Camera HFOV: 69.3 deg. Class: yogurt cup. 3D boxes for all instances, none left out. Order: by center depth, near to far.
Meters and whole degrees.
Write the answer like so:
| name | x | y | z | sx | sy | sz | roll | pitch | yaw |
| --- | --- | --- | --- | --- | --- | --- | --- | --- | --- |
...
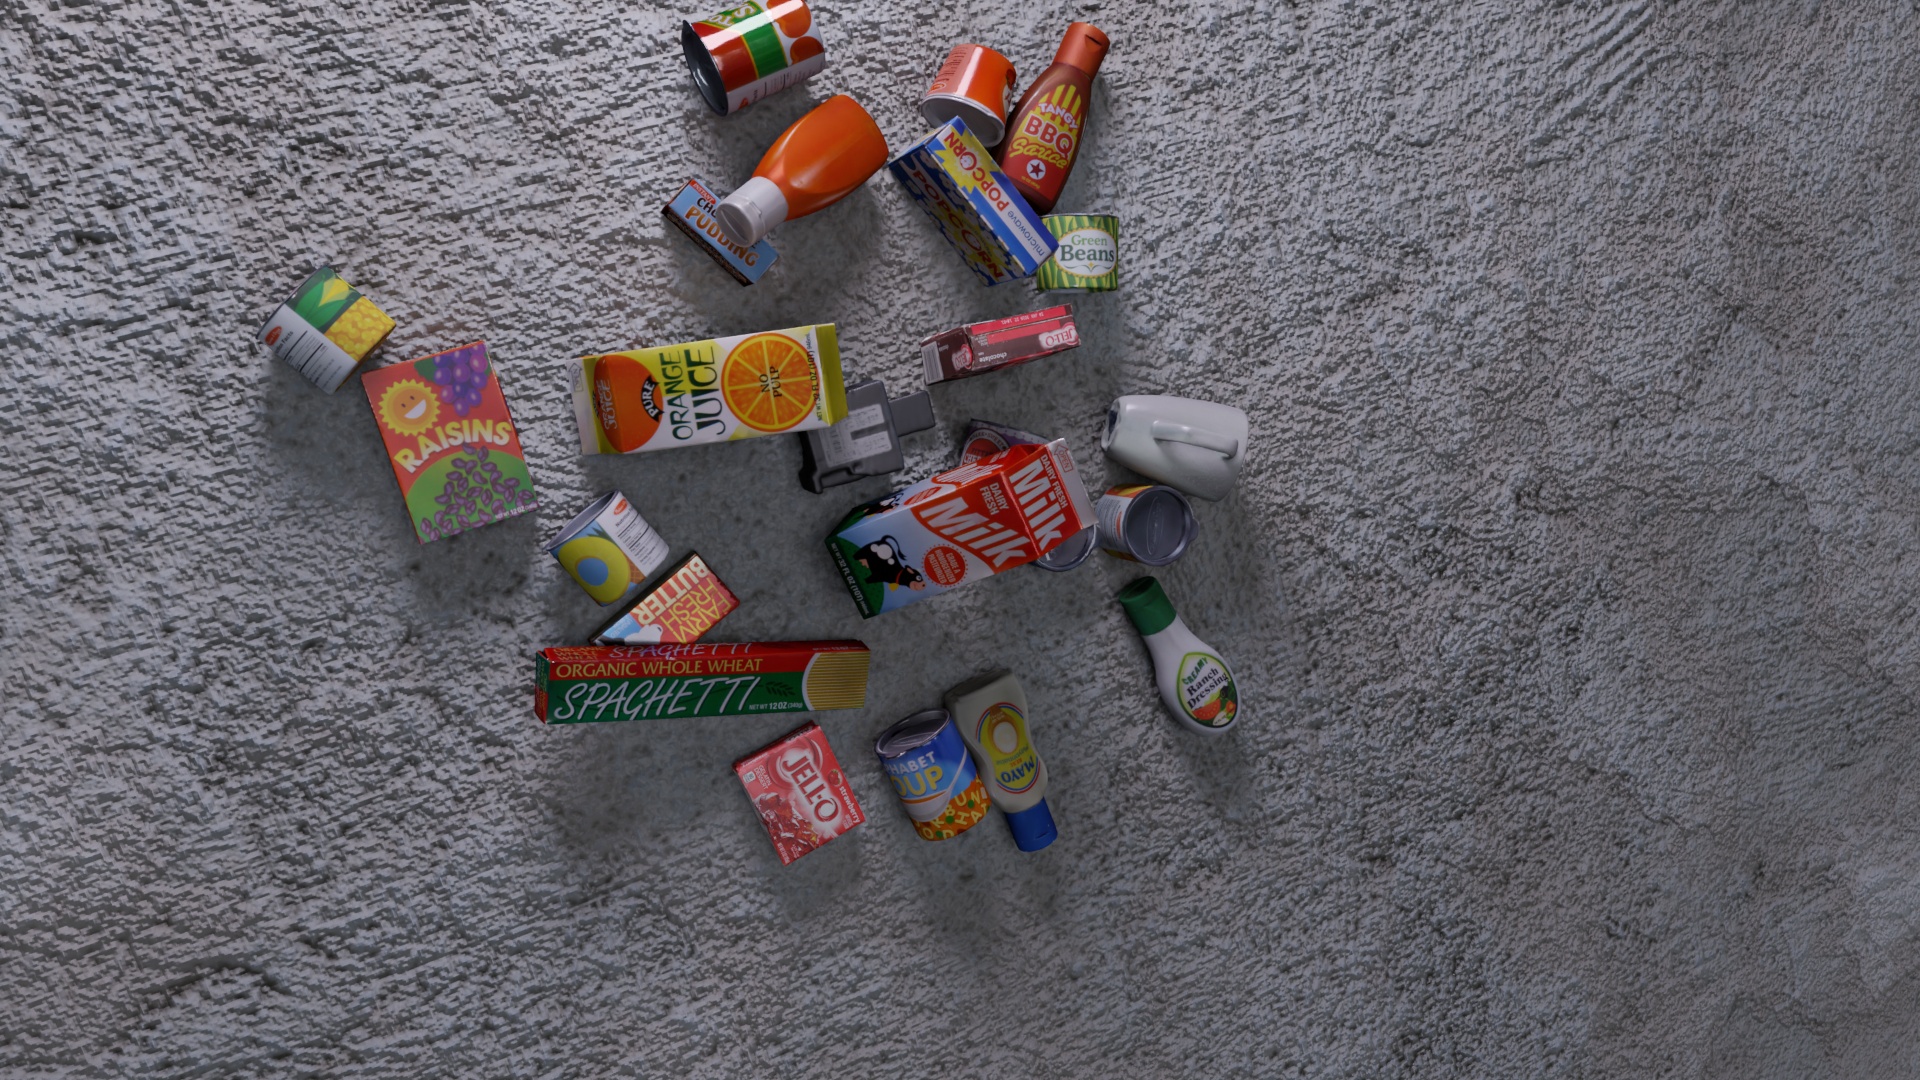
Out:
| name | x | y | z | sx | sy | sz | roll | pitch | yaw |
| --- | --- | --- | --- | --- | --- | --- | --- | --- | --- |
| yogurt cup | 0.009 | -0.343 | 1.068 | 0.072 | 0.072 | 0.054 | 24 | 79 | -21 |

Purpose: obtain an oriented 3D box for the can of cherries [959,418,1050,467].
| name | x | y | z | sx | sy | sz | roll | pitch | yaw |
| --- | --- | --- | --- | --- | --- | --- | --- | --- | --- |
| can of cherries | 0.031 | -0.061 | 1.098 | 0.071 | 0.071 | 0.058 | 14 | 91 | -21 |

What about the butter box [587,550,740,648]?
| name | x | y | z | sx | sy | sz | roll | pitch | yaw |
| --- | --- | --- | --- | --- | --- | --- | --- | --- | --- |
| butter box | -0.221 | 0.060 | 1.036 | 0.104 | 0.024 | 0.053 | -41 | 108 | -13 |

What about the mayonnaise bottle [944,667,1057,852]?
| name | x | y | z | sx | sy | sz | roll | pitch | yaw |
| --- | --- | --- | --- | --- | --- | --- | --- | --- | --- |
| mayonnaise bottle | 0.039 | 0.182 | 1.137 | 0.065 | 0.041 | 0.147 | -25 | 102 | -19 |

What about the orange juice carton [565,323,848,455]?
| name | x | y | z | sx | sy | sz | roll | pitch | yaw |
| --- | --- | --- | --- | --- | --- | --- | --- | --- | --- |
| orange juice carton | -0.184 | -0.107 | 0.991 | 0.193 | 0.073 | 0.071 | -7 | 99 | 6 |

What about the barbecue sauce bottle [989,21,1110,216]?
| name | x | y | z | sx | sy | sz | roll | pitch | yaw |
| --- | --- | --- | --- | --- | --- | --- | --- | --- | --- |
| barbecue sauce bottle | 0.073 | -0.337 | 1.103 | 0.065 | 0.043 | 0.148 | 26 | 85 | -19 |

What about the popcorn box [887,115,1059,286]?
| name | x | y | z | sx | sy | sz | roll | pitch | yaw |
| --- | --- | --- | --- | --- | --- | --- | --- | --- | --- |
| popcorn box | 0.010 | -0.256 | 1.063 | 0.038 | 0.085 | 0.126 | -45 | 108 | -12 |

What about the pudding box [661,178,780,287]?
| name | x | y | z | sx | sy | sz | roll | pitch | yaw |
| --- | --- | --- | --- | --- | --- | --- | --- | --- | --- |
| pudding box | -0.175 | -0.224 | 1.015 | 0.083 | 0.049 | 0.030 | 41 | 82 | -19 |

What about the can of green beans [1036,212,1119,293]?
| name | x | y | z | sx | sy | sz | roll | pitch | yaw |
| --- | --- | --- | --- | --- | --- | --- | --- | --- | --- |
| can of green beans | 0.093 | -0.228 | 1.108 | 0.071 | 0.071 | 0.057 | -3 | 96 | -21 |

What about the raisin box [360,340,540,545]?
| name | x | y | z | sx | sy | sz | roll | pitch | yaw |
| --- | --- | --- | --- | --- | --- | --- | --- | --- | --- |
| raisin box | -0.354 | -0.069 | 0.967 | 0.086 | 0.040 | 0.123 | -19 | 103 | -17 |

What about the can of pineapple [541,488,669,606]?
| name | x | y | z | sx | sy | sz | roll | pitch | yaw |
| --- | --- | --- | --- | --- | --- | --- | --- | --- | --- |
| can of pineapple | -0.254 | 0.006 | 0.998 | 0.071 | 0.071 | 0.057 | -42 | 108 | -12 |

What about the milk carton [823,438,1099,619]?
| name | x | y | z | sx | sy | sz | roll | pitch | yaw |
| --- | --- | --- | --- | --- | --- | --- | --- | --- | --- |
| milk carton | 0.004 | -0.013 | 1.038 | 0.190 | 0.074 | 0.072 | -19 | 105 | 19 |

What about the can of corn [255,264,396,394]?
| name | x | y | z | sx | sy | sz | roll | pitch | yaw |
| --- | --- | --- | --- | --- | --- | --- | --- | --- | --- |
| can of corn | -0.419 | -0.141 | 0.922 | 0.058 | 0.071 | 0.071 | 42 | 80 | -20 |

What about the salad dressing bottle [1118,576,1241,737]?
| name | x | y | z | sx | sy | sz | roll | pitch | yaw |
| --- | --- | --- | --- | --- | --- | --- | --- | --- | --- |
| salad dressing bottle | 0.186 | 0.099 | 1.184 | 0.064 | 0.044 | 0.147 | -37 | 106 | -13 |

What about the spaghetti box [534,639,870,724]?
| name | x | y | z | sx | sy | sz | roll | pitch | yaw |
| --- | --- | --- | --- | --- | --- | --- | --- | --- | --- |
| spaghetti box | -0.186 | 0.103 | 1.030 | 0.250 | 0.029 | 0.050 | 1 | 104 | -29 |

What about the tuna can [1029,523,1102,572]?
| name | x | y | z | sx | sy | sz | roll | pitch | yaw |
| --- | --- | --- | --- | --- | --- | --- | --- | --- | --- |
| tuna can | 0.078 | -0.008 | 1.139 | 0.071 | 0.033 | 0.071 | -2 | 96 | -21 |

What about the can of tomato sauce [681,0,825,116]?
| name | x | y | z | sx | sy | sz | roll | pitch | yaw |
| --- | --- | --- | --- | --- | --- | --- | --- | --- | --- |
| can of tomato sauce | -0.150 | -0.356 | 1.004 | 0.083 | 0.071 | 0.071 | -30 | 105 | -17 |

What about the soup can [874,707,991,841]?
| name | x | y | z | sx | sy | sz | roll | pitch | yaw |
| --- | --- | --- | --- | --- | --- | --- | --- | --- | --- |
| soup can | -0.023 | 0.187 | 1.099 | 0.071 | 0.071 | 0.083 | -29 | 105 | -16 |

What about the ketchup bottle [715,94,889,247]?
| name | x | y | z | sx | sy | sz | roll | pitch | yaw |
| --- | --- | --- | --- | --- | --- | --- | --- | --- | --- |
| ketchup bottle | -0.117 | -0.265 | 1.008 | 0.064 | 0.043 | 0.149 | 51 | 54 | -13 |

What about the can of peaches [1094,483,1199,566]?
| name | x | y | z | sx | sy | sz | roll | pitch | yaw |
| --- | --- | --- | --- | --- | --- | --- | --- | --- | --- |
| can of peaches | 0.153 | -0.014 | 1.155 | 0.071 | 0.058 | 0.071 | -2 | 95 | -21 |
